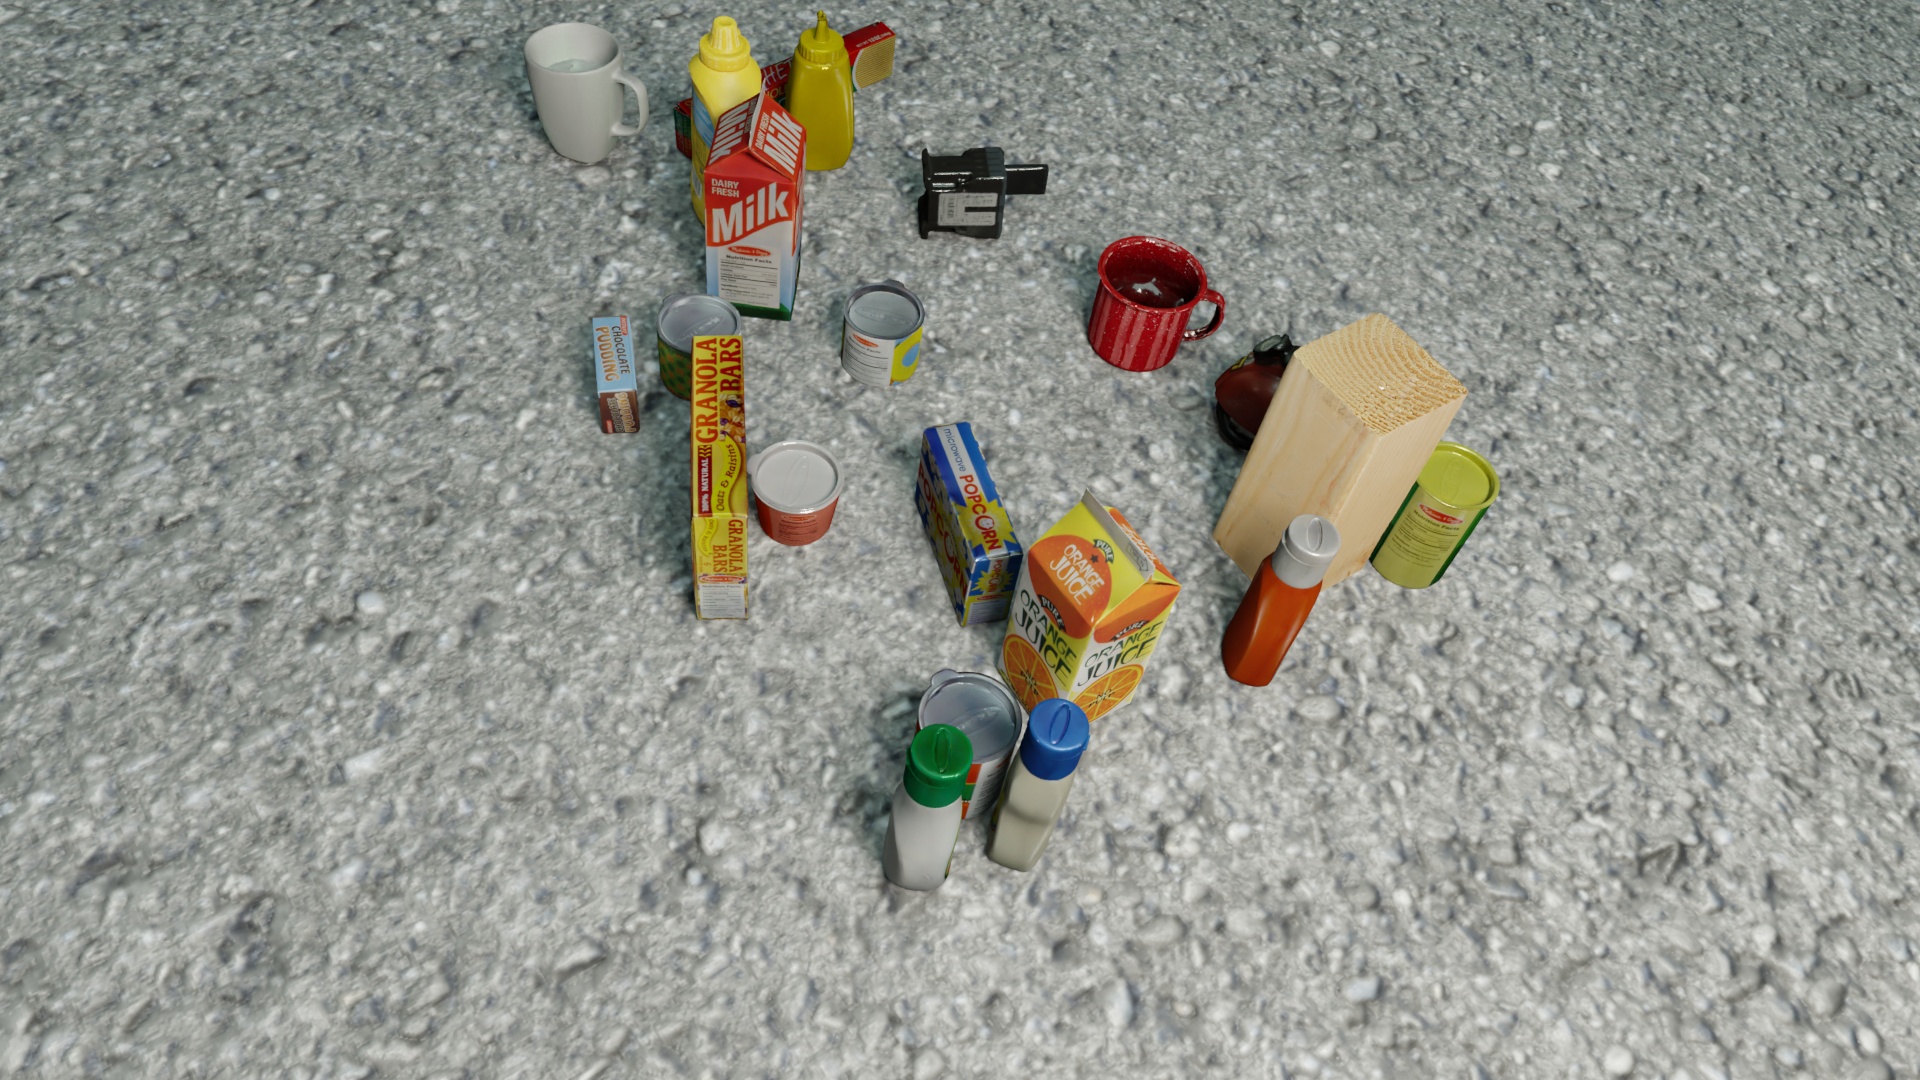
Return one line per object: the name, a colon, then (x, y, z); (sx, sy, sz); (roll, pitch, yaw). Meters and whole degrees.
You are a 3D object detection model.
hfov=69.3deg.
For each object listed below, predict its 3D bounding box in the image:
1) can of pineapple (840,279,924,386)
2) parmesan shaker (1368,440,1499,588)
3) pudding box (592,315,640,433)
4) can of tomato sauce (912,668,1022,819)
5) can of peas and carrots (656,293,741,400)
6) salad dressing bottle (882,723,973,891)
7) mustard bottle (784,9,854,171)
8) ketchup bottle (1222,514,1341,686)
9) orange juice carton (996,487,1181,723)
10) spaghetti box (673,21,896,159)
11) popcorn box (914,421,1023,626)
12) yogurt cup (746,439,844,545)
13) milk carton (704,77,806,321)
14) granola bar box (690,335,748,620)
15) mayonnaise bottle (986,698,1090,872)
can of pineapple: (-0.064, -0.170, 1.144); (0.071, 0.057, 0.071); (4, 53, -6)
parmesan shaker: (0.358, -0.020, 1.068); (0.071, 0.102, 0.071); (4, 53, -6)
pudding box: (-0.269, -0.130, 1.086); (0.030, 0.049, 0.084); (-5, 54, -13)
can of tomato sauce: (0.000, 0.134, 0.907); (0.071, 0.082, 0.071); (4, 53, -6)
can of peas and carrots: (-0.210, -0.155, 1.109); (0.071, 0.058, 0.071); (4, 53, -6)
salad dressing bottle: (-0.020, 0.162, 0.842); (0.044, 0.146, 0.064); (4, 53, -6)
mustard bottle: (-0.125, -0.409, 1.251); (0.065, 0.159, 0.049); (-3, 54, -11)
ketchup bottle: (0.224, 0.040, 0.972); (0.043, 0.148, 0.065); (14, 52, 1)
orange juice carton: (0.085, 0.048, 0.917); (0.073, 0.191, 0.072); (-23, 60, -24)
spaghetti box: (-0.165, -0.433, 1.332); (0.251, 0.050, 0.029); (-34, 65, -29)
popcorn box: (0.004, -0.013, 1.018); (0.038, 0.084, 0.127); (-10, 55, -16)
yogurt cup: (-0.122, -0.033, 1.033); (0.072, 0.053, 0.073); (4, 53, -6)
milk carton: (-0.165, -0.273, 1.122); (0.073, 0.189, 0.073); (7, 53, -4)
granola bar box: (-0.172, -0.045, 0.990); (0.039, 0.123, 0.166); (-1, 53, -10)
mayonnaise bottle: (0.048, 0.149, 0.862); (0.041, 0.147, 0.065); (19, 53, 5)
